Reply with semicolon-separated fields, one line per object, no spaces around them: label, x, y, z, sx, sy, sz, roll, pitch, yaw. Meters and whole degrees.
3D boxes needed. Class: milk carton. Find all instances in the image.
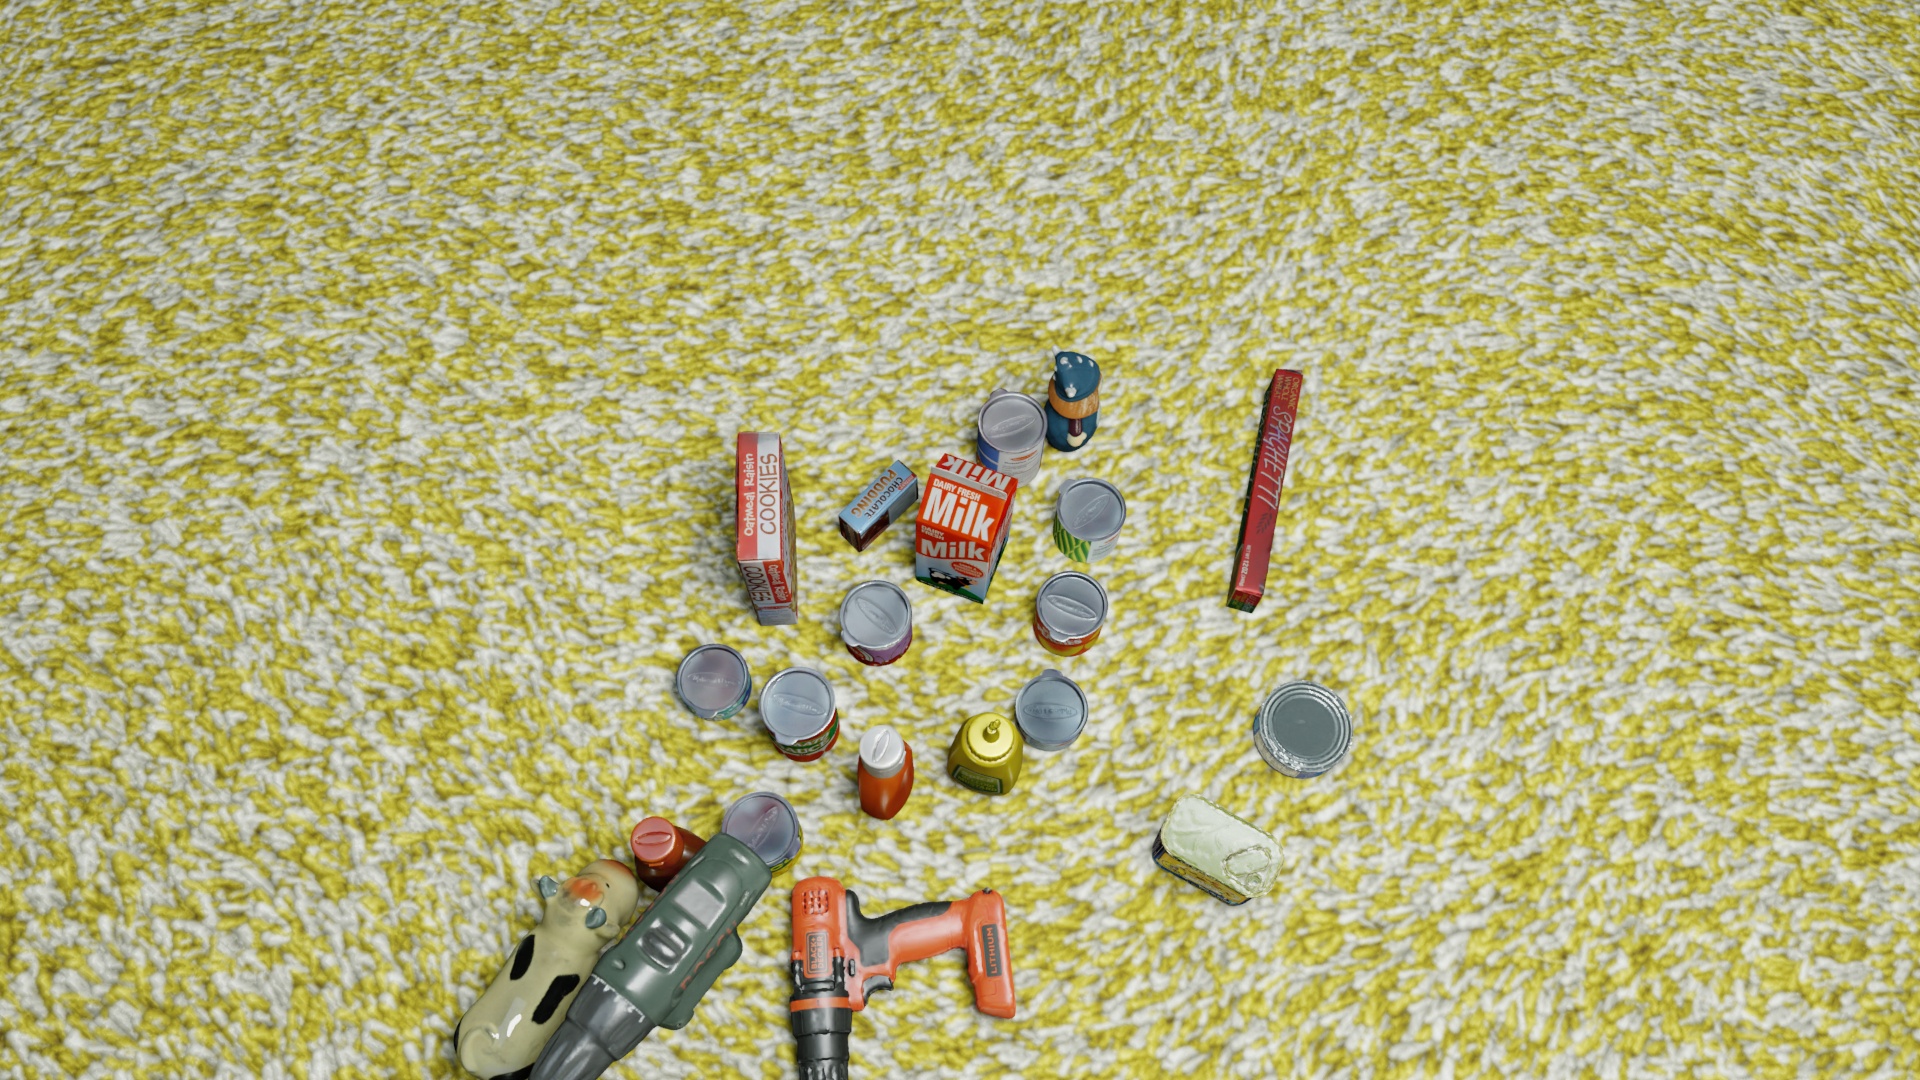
milk carton;0.004;-0.016;1.257;0.072;0.189;0.074;19;68;7

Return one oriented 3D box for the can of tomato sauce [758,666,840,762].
can of tomato sauce;-0.142;0.158;1.237;0.071;0.082;0.071;0;67;-1

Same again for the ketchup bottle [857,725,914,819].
ketchup bottle;-0.064;0.194;1.188;0.043;0.148;0.065;20;68;7

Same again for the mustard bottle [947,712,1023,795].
mustard bottle;0.022;0.179;1.190;0.065;0.159;0.049;17;68;6

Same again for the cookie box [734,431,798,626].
cookie box;-0.175;-0.008;1.261;0.040;0.166;0.123;-3;67;-3

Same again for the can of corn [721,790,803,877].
can of corn;-0.169;0.258;1.207;0.071;0.058;0.071;1;67;-1

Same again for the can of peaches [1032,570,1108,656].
can of peaches;0.100;0.071;1.294;0.071;0.058;0.071;1;67;-1

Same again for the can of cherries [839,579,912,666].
can of cherries;-0.080;0.079;1.286;0.071;0.058;0.072;1;67;-1

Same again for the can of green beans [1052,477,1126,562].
can of green beans;0.123;-0.019;1.333;0.071;0.057;0.071;1;67;-1

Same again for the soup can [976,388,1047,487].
soup can;0.048;-0.098;1.351;0.071;0.083;0.071;0;67;-1

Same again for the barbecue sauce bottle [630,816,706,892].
barbecue sauce bottle;-0.242;0.262;1.154;0.065;0.148;0.044;-5;68;-3

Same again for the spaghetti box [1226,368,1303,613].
spaghetti box;0.297;-0.052;1.355;0.029;0.050;0.251;13;67;4

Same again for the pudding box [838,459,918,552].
pudding box;-0.078;-0.033;1.338;0.030;0.049;0.084;41;72;14

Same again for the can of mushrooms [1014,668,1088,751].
can of mushrooms;0.083;0.156;1.270;0.071;0.033;0.071;1;67;-1

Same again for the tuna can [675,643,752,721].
tuna can;-0.225;0.133;1.273;0.071;0.032;0.071;1;67;-1
